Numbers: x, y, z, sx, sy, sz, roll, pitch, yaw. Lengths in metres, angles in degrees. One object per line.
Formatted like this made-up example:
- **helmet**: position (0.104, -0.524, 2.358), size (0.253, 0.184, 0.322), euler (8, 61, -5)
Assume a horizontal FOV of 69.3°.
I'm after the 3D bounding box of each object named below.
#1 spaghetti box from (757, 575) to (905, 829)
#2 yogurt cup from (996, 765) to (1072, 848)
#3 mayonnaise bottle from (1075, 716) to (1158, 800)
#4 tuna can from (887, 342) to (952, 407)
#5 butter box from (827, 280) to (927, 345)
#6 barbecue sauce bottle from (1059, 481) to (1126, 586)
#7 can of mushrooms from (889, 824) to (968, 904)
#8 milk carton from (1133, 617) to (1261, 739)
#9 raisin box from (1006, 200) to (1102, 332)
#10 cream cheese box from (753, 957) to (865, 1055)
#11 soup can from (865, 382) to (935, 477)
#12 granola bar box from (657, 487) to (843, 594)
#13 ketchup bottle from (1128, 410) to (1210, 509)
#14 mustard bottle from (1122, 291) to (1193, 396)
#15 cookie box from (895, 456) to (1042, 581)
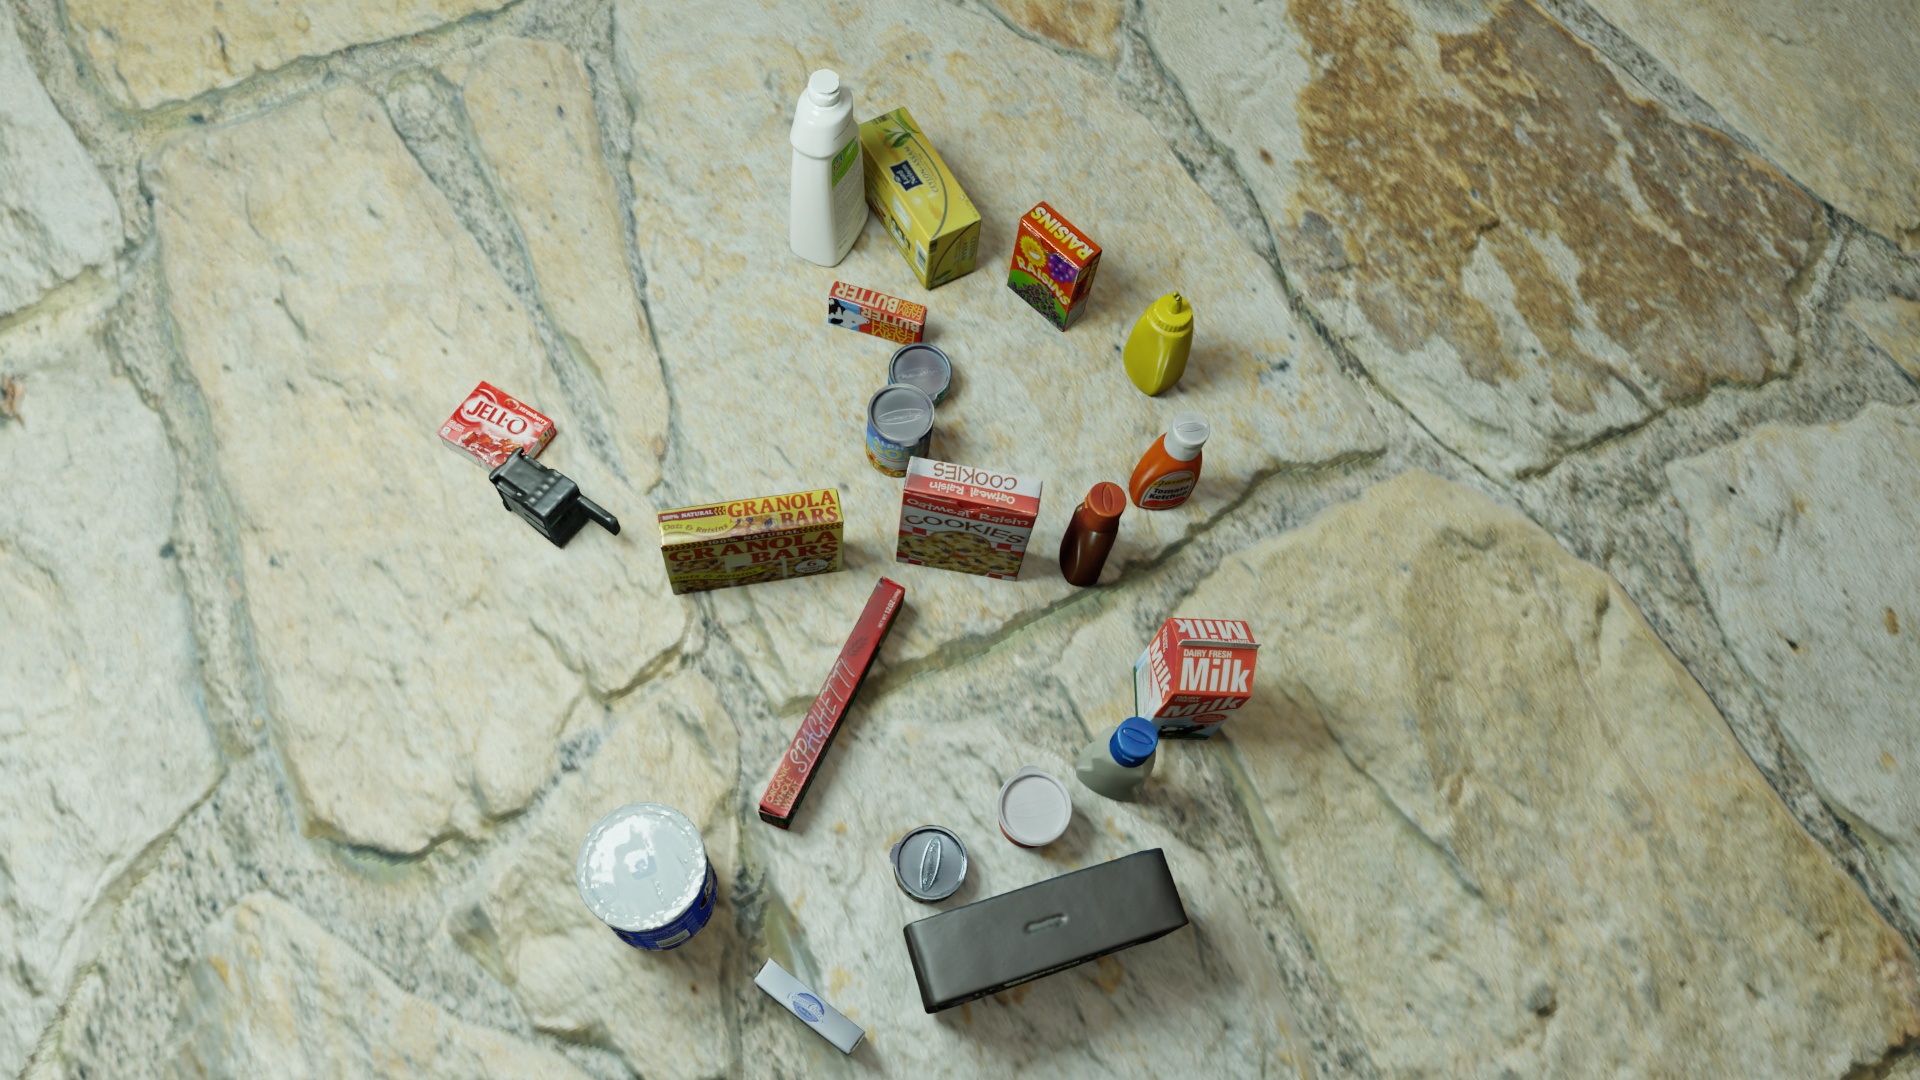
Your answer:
- **spaghetti box**: position (-0.118, 0.150, 1.293), size (0.029, 0.050, 0.251), euler (25, 67, 5)
- **yogurt cup**: position (0.064, 0.248, 1.266), size (0.072, 0.053, 0.072), euler (2, 67, -5)
- **mayonnaise bottle**: position (0.145, 0.195, 1.246), size (0.065, 0.147, 0.041), euler (24, 67, 5)
- **tuna can**: position (-0.042, -0.168, 1.448), size (0.071, 0.032, 0.071), euler (2, 66, -5)
- **butter box**: position (-0.087, -0.238, 1.463), size (0.103, 0.053, 0.024), euler (16, 66, 2)
- **barbecue sauce bottle**: position (0.127, -0.010, 1.333), size (0.044, 0.148, 0.065), euler (2, 67, -5)
- **can of mushrooms**: position (-0.030, 0.291, 1.249), size (0.071, 0.033, 0.071), euler (2, 66, -5)
- **milk carton**: position (0.212, 0.122, 1.262), size (0.072, 0.189, 0.074), euler (2, 67, -5)
- **raisin box**: position (0.097, -0.288, 1.465), size (0.086, 0.123, 0.040), euler (43, 70, 13)
- **cream cheese box**: position (-0.129, 0.398, 1.182), size (0.104, 0.053, 0.024), euler (35, 68, 9)
- **soup can**: position (-0.061, -0.107, 1.392), size (0.071, 0.083, 0.071), euler (2, 67, -5)
- **granola bar box**: position (-0.195, 0.001, 1.310), size (0.166, 0.123, 0.039), euler (-8, 68, -9)
- **ketchup bottle**: position (0.210, -0.079, 1.371), size (0.065, 0.148, 0.044), euler (-6, 68, -8)
- **mustard bottle**: position (0.208, -0.209, 1.422), size (0.049, 0.159, 0.065), euler (-31, 73, -17)
- **cookie box**: position (0.005, -0.016, 1.314), size (0.123, 0.166, 0.040), euler (10, 66, -1)
